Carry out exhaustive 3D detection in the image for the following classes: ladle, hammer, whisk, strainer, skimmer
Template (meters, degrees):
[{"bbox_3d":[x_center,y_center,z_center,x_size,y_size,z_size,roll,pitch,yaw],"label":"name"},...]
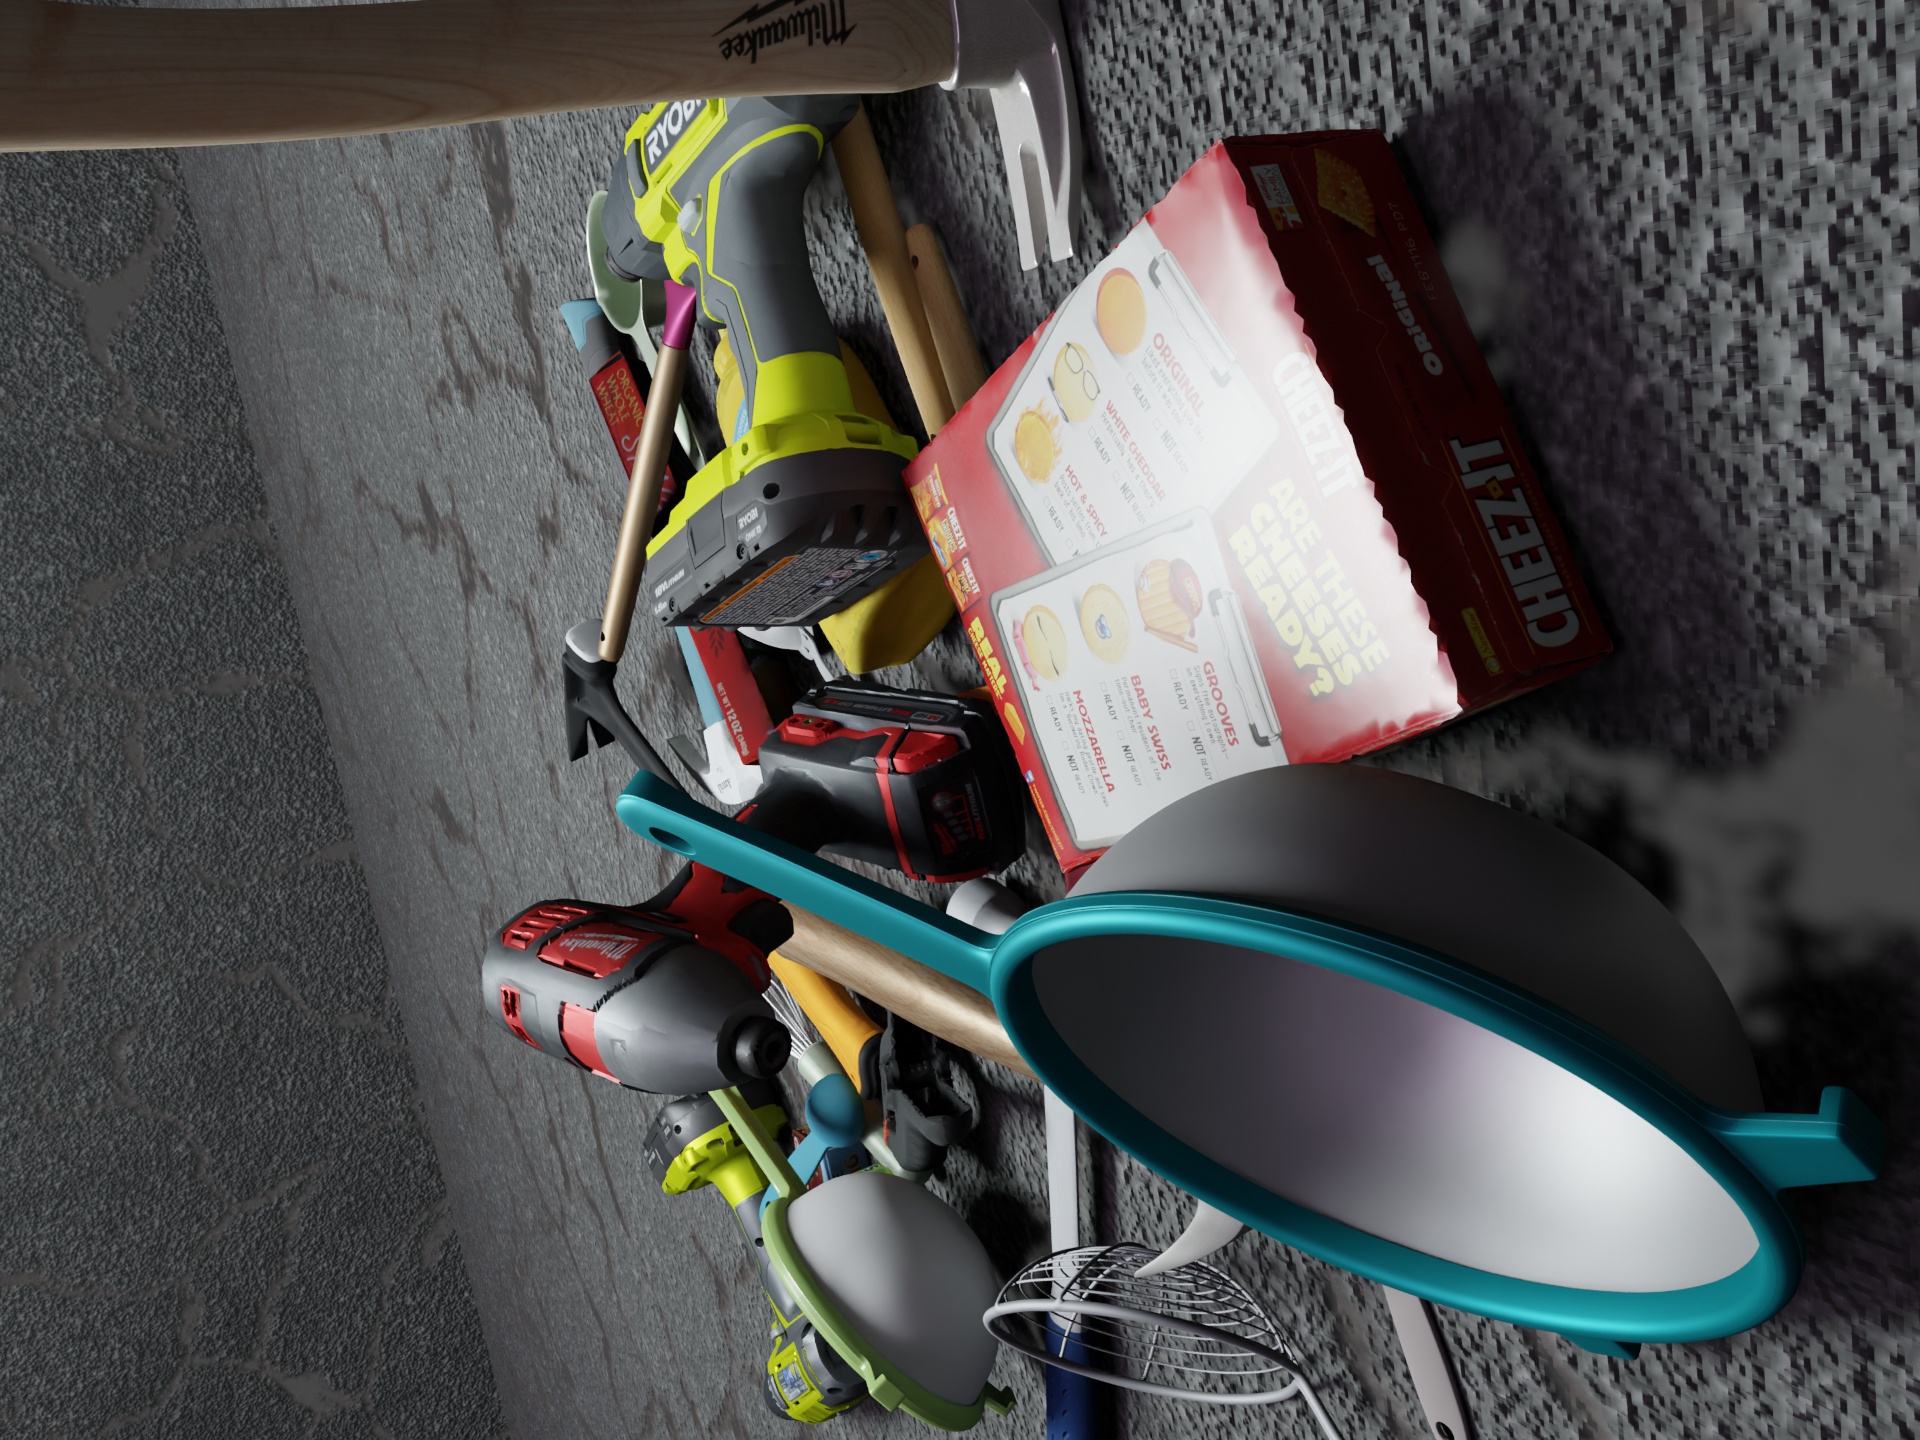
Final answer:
[{"bbox_3d":[0.029,-0.053,0.640,0.069,0.031,0.315,-25,81,56],"label":"ladle"},{"bbox_3d":[-0.140,-0.184,0.465,0.038,0.410,0.146,6,110,59],"label":"hammer"},{"bbox_3d":[-0.092,0.201,0.971,0.247,0.059,0.057,37,172,42],"label":"whisk"},{"bbox_3d":[-0.179,-0.107,0.969,0.128,0.033,0.331,-27,80,60],"label":"hammer"},{"bbox_3d":[-0.057,0.250,0.842,0.257,0.069,0.151,44,-179,34],"label":"strainer"},{"bbox_3d":[-0.067,-0.020,0.814,0.259,0.050,0.086,54,162,26],"label":"strainer"},{"bbox_3d":[-0.143,0.092,0.961,0.337,0.034,0.127,49,149,23],"label":"hammer"},{"bbox_3d":[0.064,0.055,0.455,0.340,0.095,0.210,21,151,18],"label":"strainer"},{"bbox_3d":[0.010,0.129,0.676,0.331,0.031,0.130,13,113,53],"label":"hammer"},{"bbox_3d":[0.149,0.319,0.557,0.364,0.090,0.127,42,168,40],"label":"skimmer"},{"bbox_3d":[0.054,0.280,0.759,0.144,0.035,0.405,29,129,52],"label":"hammer"}]

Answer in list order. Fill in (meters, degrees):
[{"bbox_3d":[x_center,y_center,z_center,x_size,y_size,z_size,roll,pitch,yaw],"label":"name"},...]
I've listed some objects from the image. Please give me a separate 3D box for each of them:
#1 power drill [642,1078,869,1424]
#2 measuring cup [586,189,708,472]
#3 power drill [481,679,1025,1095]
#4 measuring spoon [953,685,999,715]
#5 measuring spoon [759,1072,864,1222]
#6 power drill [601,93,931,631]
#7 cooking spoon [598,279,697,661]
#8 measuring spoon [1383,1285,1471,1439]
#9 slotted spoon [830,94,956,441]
[{"bbox_3d":[-0.135,0.373,1.100,0.229,0.080,0.190,59,148,19],"label":"power drill"},{"bbox_3d":[-0.158,-0.214,0.873,0.083,0.038,0.167,-33,78,60],"label":"measuring cup"},{"bbox_3d":[-0.074,0.070,0.660,0.143,0.220,0.078,9,124,38],"label":"power drill"},{"bbox_3d":[-0.001,-0.002,0.733,0.117,0.011,0.021,-25,83,61],"label":"measuring spoon"},{"bbox_3d":[-0.096,0.257,0.930,0.042,0.021,0.128,50,123,31],"label":"measuring spoon"},{"bbox_3d":[-0.092,-0.157,0.662,0.171,0.080,0.223,-26,71,50],"label":"power drill"},{"bbox_3d":[-0.155,-0.173,0.837,0.069,0.017,0.318,38,121,36],"label":"cooking spoon"},{"bbox_3d":[0.154,0.209,0.566,0.034,0.018,0.124,-26,83,61],"label":"measuring spoon"},{"bbox_3d":[-0.050,-0.256,0.672,0.070,0.031,0.314,-16,92,59],"label":"slotted spoon"}]
